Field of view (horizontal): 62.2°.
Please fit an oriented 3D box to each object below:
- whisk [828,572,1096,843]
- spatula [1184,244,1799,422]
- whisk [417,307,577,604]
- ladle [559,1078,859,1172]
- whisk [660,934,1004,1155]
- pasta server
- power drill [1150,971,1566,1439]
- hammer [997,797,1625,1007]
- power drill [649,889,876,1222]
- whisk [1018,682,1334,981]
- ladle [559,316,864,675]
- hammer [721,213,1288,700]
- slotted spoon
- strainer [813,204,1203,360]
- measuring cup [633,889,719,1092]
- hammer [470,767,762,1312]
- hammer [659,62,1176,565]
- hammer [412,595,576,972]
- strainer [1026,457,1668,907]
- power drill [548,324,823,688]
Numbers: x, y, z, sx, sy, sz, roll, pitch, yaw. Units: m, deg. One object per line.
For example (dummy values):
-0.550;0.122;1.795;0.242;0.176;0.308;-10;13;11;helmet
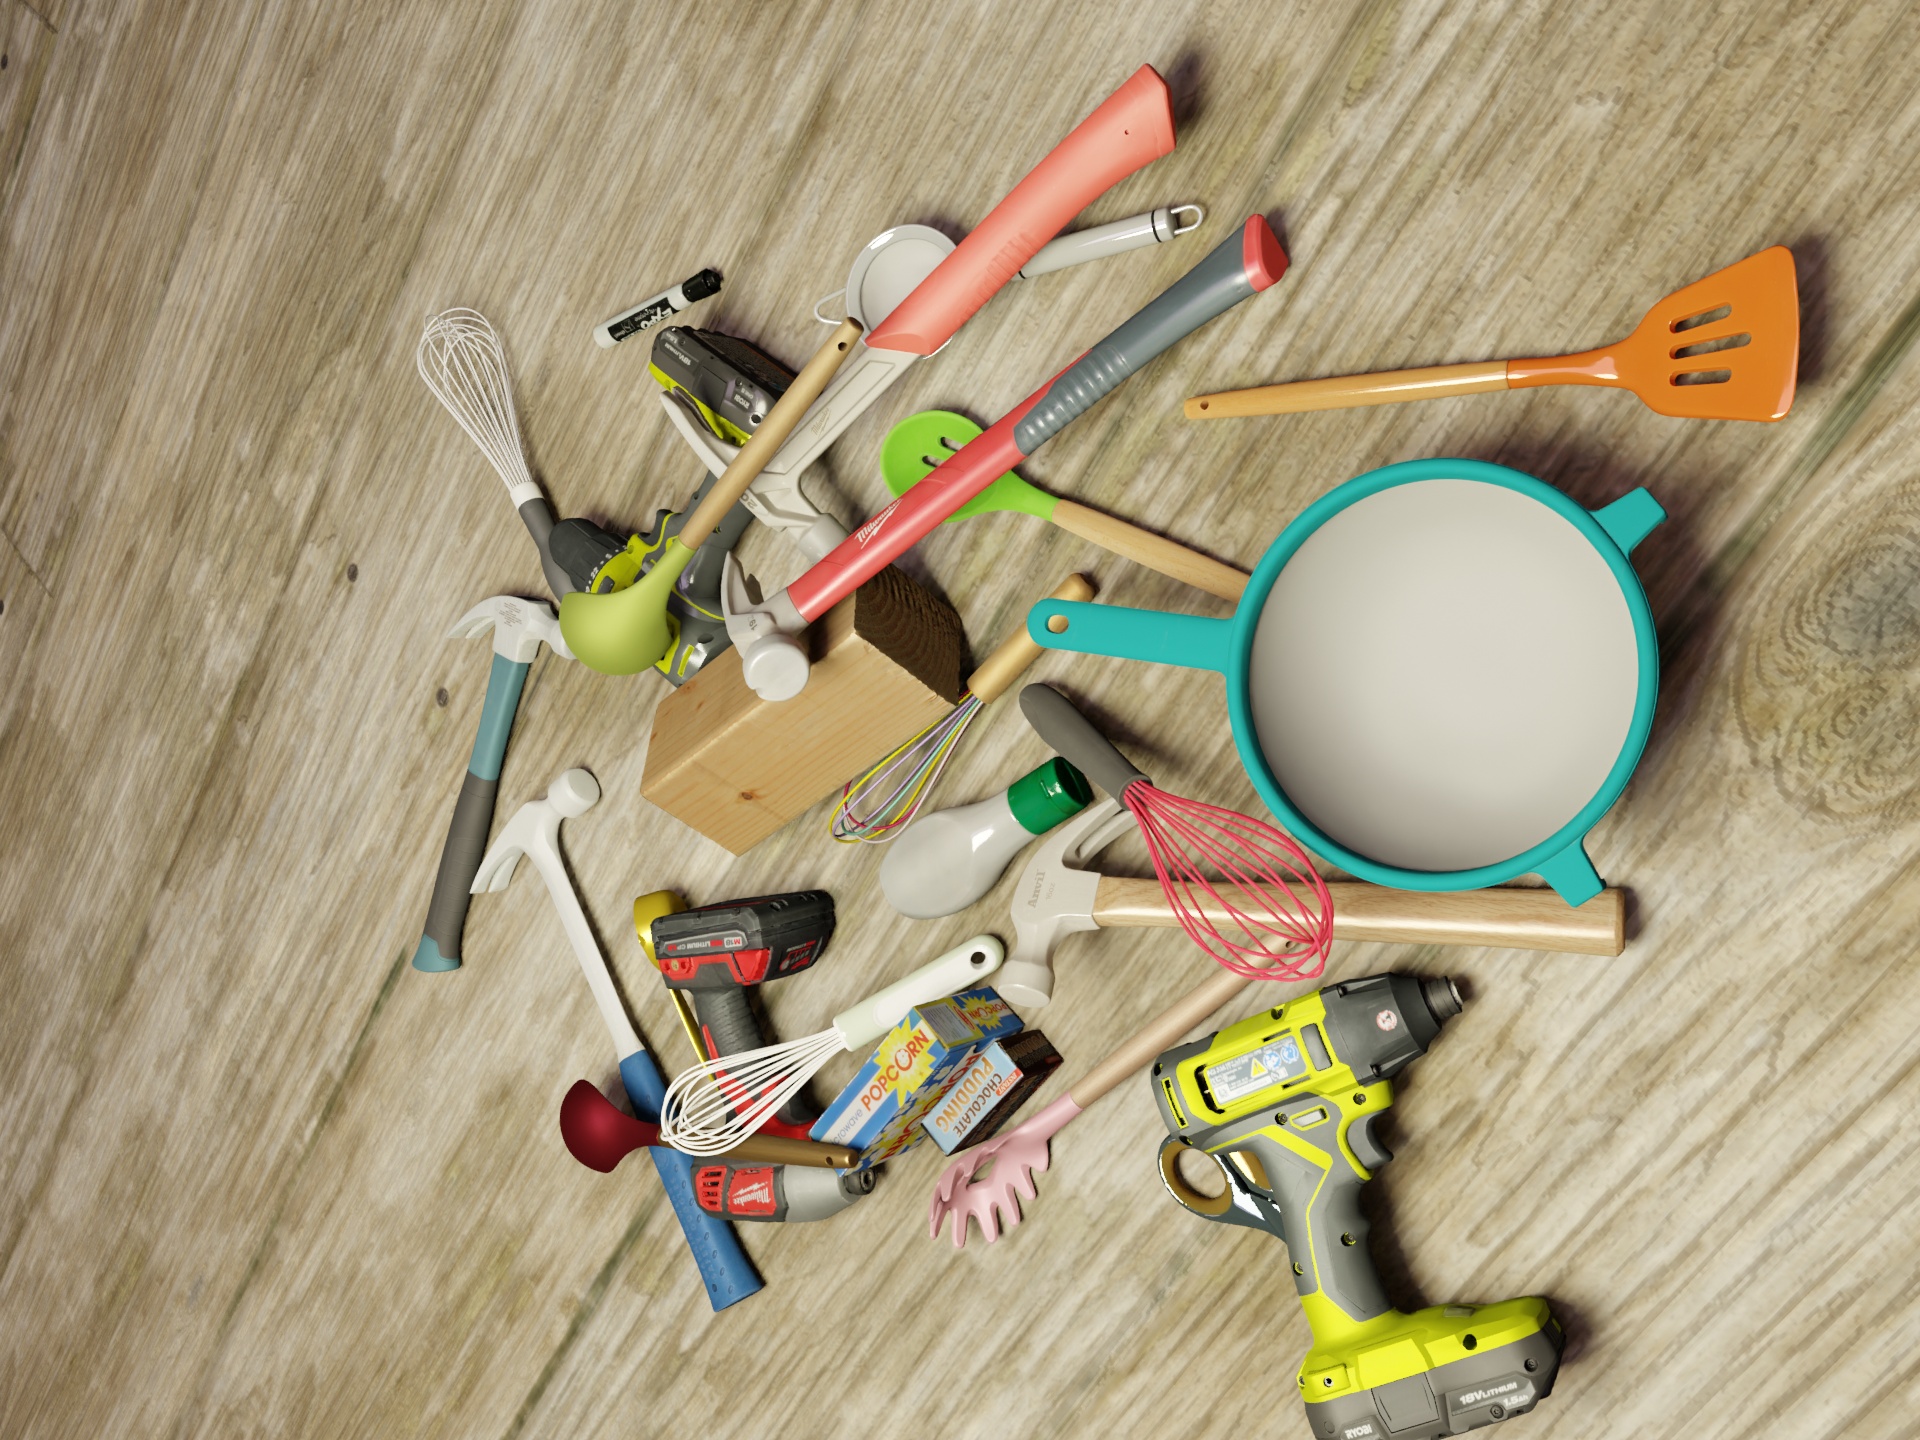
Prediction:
0.000;-0.003;1.013;0.047;0.051;0.245;36;112;-20;whisk
0.259;-0.180;0.829;0.323;0.041;0.081;1;92;35;spatula
-0.352;-0.201;1.241;0.070;0.070;0.285;-35;76;30;whisk
-0.181;0.282;1.067;0.315;0.031;0.069;-8;95;42;ladle
-0.081;0.203;1.007;0.246;0.059;0.058;-30;95;-1;whisk
0.091;0.218;0.953;0.316;0.060;0.040;-44;34;24;pasta server
0.218;0.253;0.839;0.171;0.080;0.223;-27;72;19;power drill
0.184;0.101;0.867;0.331;0.031;0.130;-1;56;27;hammer
-0.131;0.232;1.084;0.143;0.078;0.220;-10;88;35;power drill
0.107;0.050;0.880;0.296;0.073;0.073;45;117;51;whisk
-0.157;-0.138;1.003;0.320;0.078;0.062;-46;30;30;ladle
0.019;-0.166;0.932;0.386;0.038;0.143;-37;34;9;hammer
0.080;-0.116;0.962;0.314;0.031;0.070;27;106;29;slotted spoon
0.029;-0.279;0.986;0.258;0.050;0.087;-7;92;29;strainer
-0.192;0.195;1.148;0.029;0.062;0.156;-23;90;5;measuring cup
-0.253;0.244;1.190;0.144;0.035;0.406;-38;71;29;hammer
-0.018;-0.257;0.958;0.359;0.037;0.149;-40;98;23;hammer
-0.387;0.056;1.280;0.128;0.033;0.331;26;105;30;hammer
0.198;-0.031;0.843;0.340;0.095;0.211;10;94;36;strainer
-0.198;-0.155;1.122;0.191;0.080;0.228;38;114;27;power drill
